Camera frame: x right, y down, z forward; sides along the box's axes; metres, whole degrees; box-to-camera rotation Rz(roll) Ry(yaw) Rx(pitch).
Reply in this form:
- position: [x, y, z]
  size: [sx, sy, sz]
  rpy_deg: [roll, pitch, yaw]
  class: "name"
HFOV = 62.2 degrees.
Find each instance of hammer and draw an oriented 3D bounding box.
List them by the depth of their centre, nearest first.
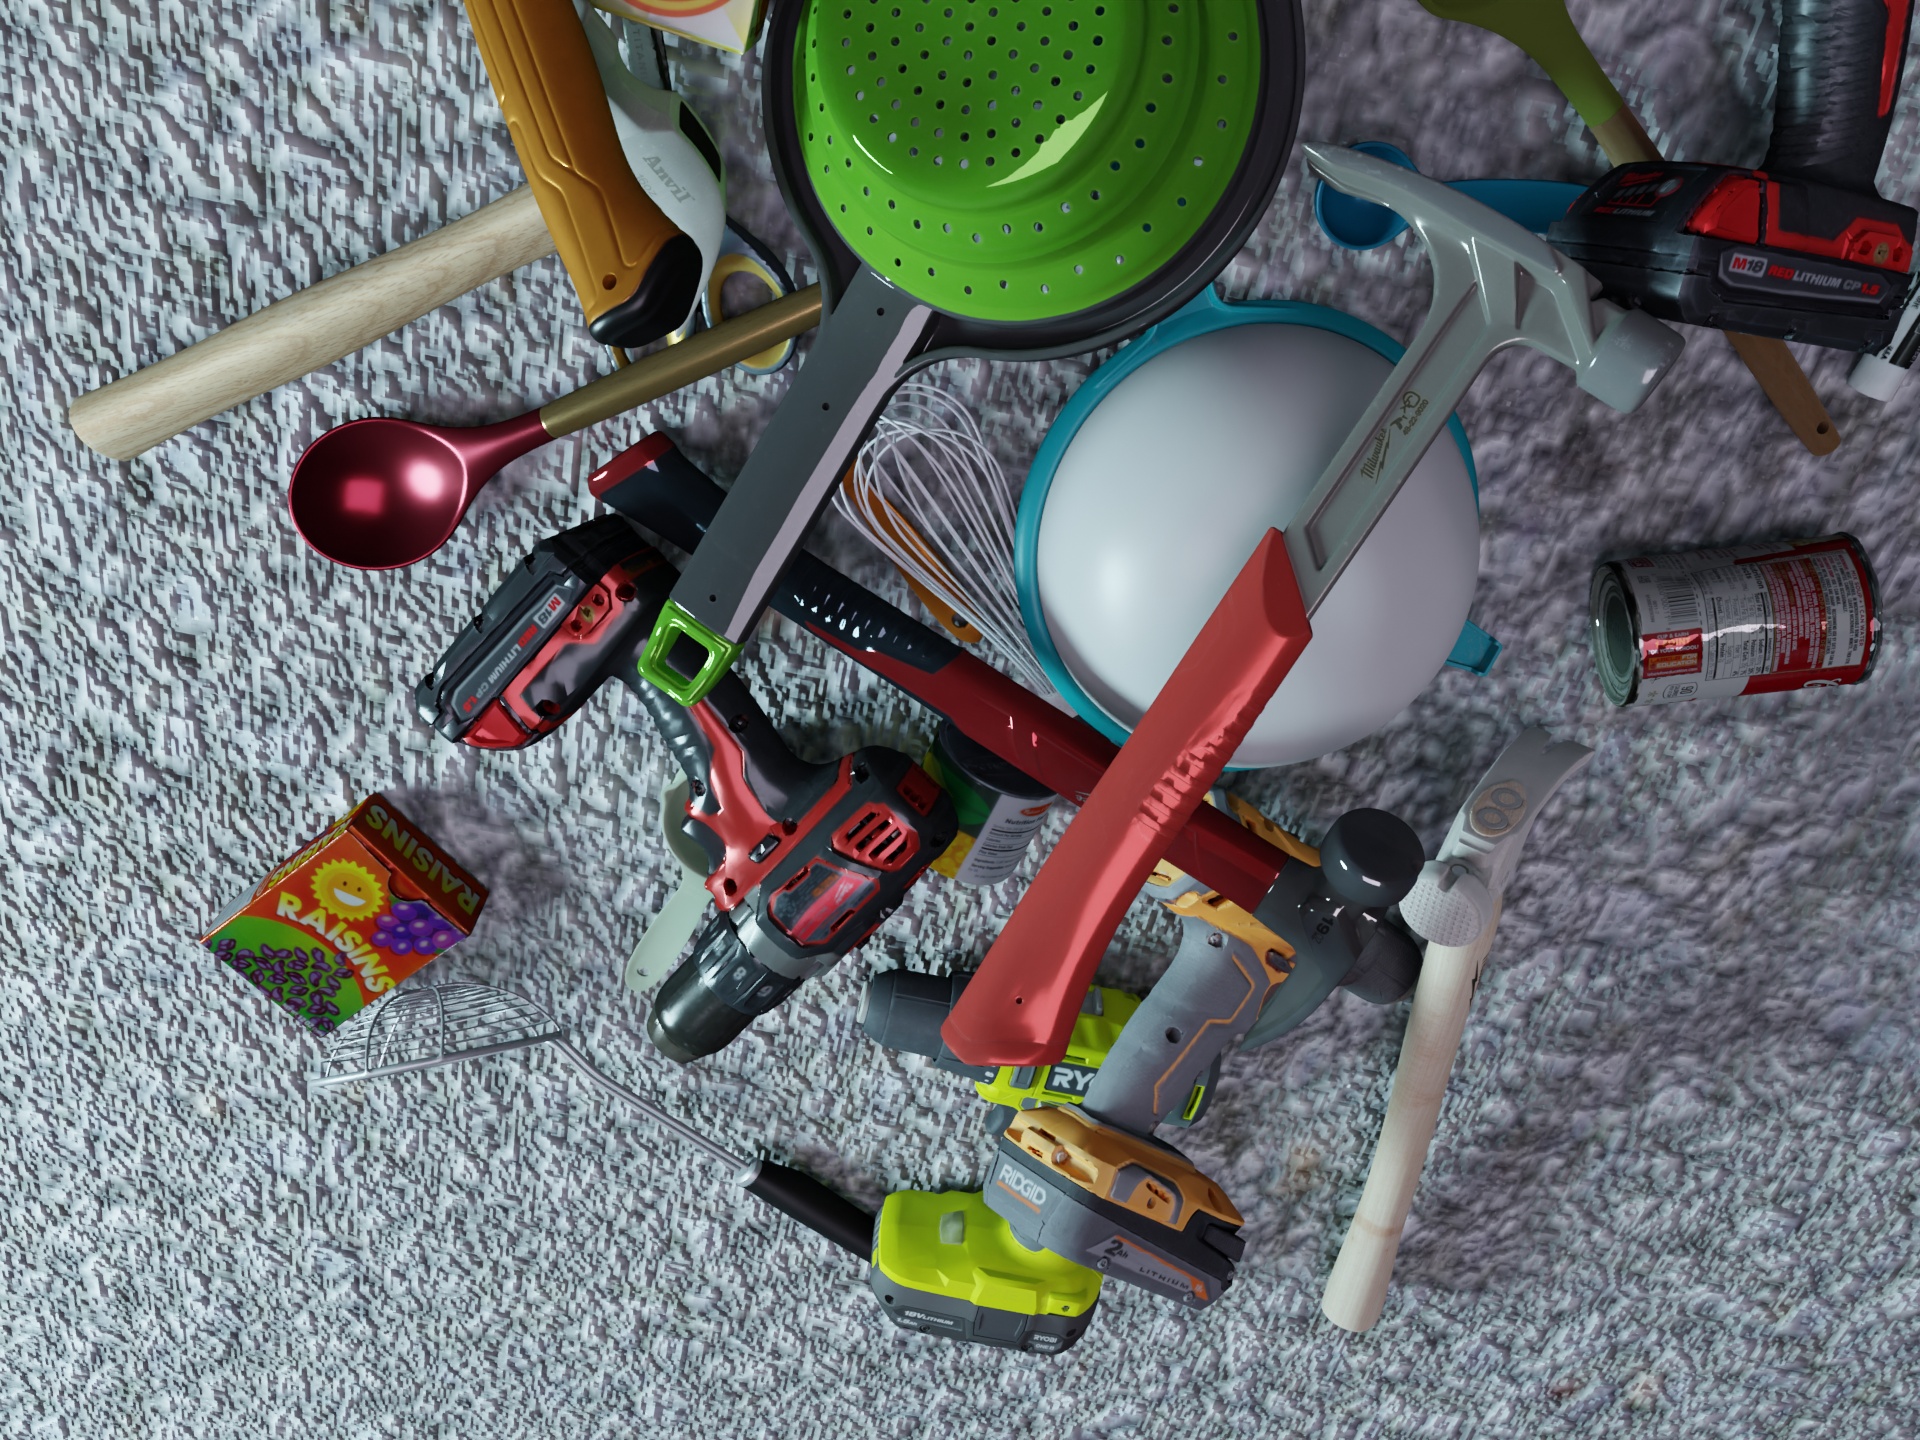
- position: [-0.169, -0.277, 0.522]
  size: [0.127, 0.034, 0.337]
  rpy_deg: [-23, 86, 17]
  class: "hammer"
- position: [0.093, -0.025, 0.587]
  size: [0.149, 0.036, 0.359]
  rpy_deg: [36, 100, 15]
  class: "hammer"
- position: [-0.239, -0.171, 0.651]
  size: [0.331, 0.031, 0.129]
  rpy_deg: [-16, 147, 24]
  class: "hammer"
- position: [-0.001, -0.002, 0.686]
  size: [0.386, 0.038, 0.143]
  rpy_deg: [33, 140, 11]
  class: "hammer"
- position: [0.247, 0.190, 0.843]
  size: [0.038, 0.146, 0.410]
  rpy_deg: [26, 136, 28]
  class: "hammer"

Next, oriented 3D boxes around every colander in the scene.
- position: [-0.028, -0.166, 0.579]
  size: [0.204, 0.094, 0.397]
  rpy_deg: [35, 106, 6]
  class: "colander"

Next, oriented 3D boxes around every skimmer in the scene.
- position: [-0.181, 0.252, 0.897]
  size: [0.363, 0.090, 0.127]
  rpy_deg: [37, 148, -20]
  class: "skimmer"

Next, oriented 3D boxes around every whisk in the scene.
- position: [0.031, -0.035, 0.738]
  size: [0.070, 0.070, 0.284]
  rpy_deg: [-27, 120, 17]
  class: "whisk"

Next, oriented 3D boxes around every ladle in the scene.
- position: [0.271, -0.215, 0.617]
  size: [0.078, 0.062, 0.320]
  rpy_deg: [-44, 113, 7]
  class: "ladle"
- position: [-0.157, -0.139, 0.685]
  size: [0.315, 0.031, 0.069]
  rpy_deg: [-18, 113, 19]
  class: "ladle"

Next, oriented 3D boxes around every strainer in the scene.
- position: [0.113, -0.118, 0.636]
  size: [0.211, 0.095, 0.340]
  rpy_deg: [-21, 113, -2]
  class: "strainer"

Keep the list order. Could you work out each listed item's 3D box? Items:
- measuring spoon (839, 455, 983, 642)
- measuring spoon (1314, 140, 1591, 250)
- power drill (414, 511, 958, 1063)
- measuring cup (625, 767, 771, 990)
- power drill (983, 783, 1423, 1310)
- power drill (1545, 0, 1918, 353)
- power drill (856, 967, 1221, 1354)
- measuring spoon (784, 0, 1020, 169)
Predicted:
- position: [-0.025, -0.078, 0.737]
  size: [0.021, 0.011, 0.116]
  rpy_deg: [-31, 115, 19]
  class: "measuring spoon"
- position: [0.204, -0.212, 0.647]
  size: [0.128, 0.021, 0.042]
  rpy_deg: [1, 118, -8]
  class: "measuring spoon"
- position: [-0.137, 0.037, 0.734]
  size: [0.226, 0.080, 0.188]
  rpy_deg: [43, 107, -5]
  class: "power drill"
- position: [-0.132, 0.076, 0.821]
  size: [0.083, 0.038, 0.167]
  rpy_deg: [28, 120, -13]
  class: "measuring cup"
- position: [0.130, 0.164, 0.780]
  size: [0.185, 0.084, 0.226]
  rpy_deg: [31, 81, -31]
  class: "power drill"
- position: [0.287, -0.248, 0.550]
  size: [0.143, 0.079, 0.219]
  rpy_deg: [3, 109, -22]
  class: "power drill"
- position: [0.022, 0.237, 0.885]
  size: [0.190, 0.080, 0.228]
  rpy_deg: [12, 118, -5]
  class: "power drill"
- position: [-0.023, -0.243, 0.636]
  size: [0.124, 0.018, 0.034]
  rpy_deg: [36, 116, -16]
  class: "measuring spoon"
